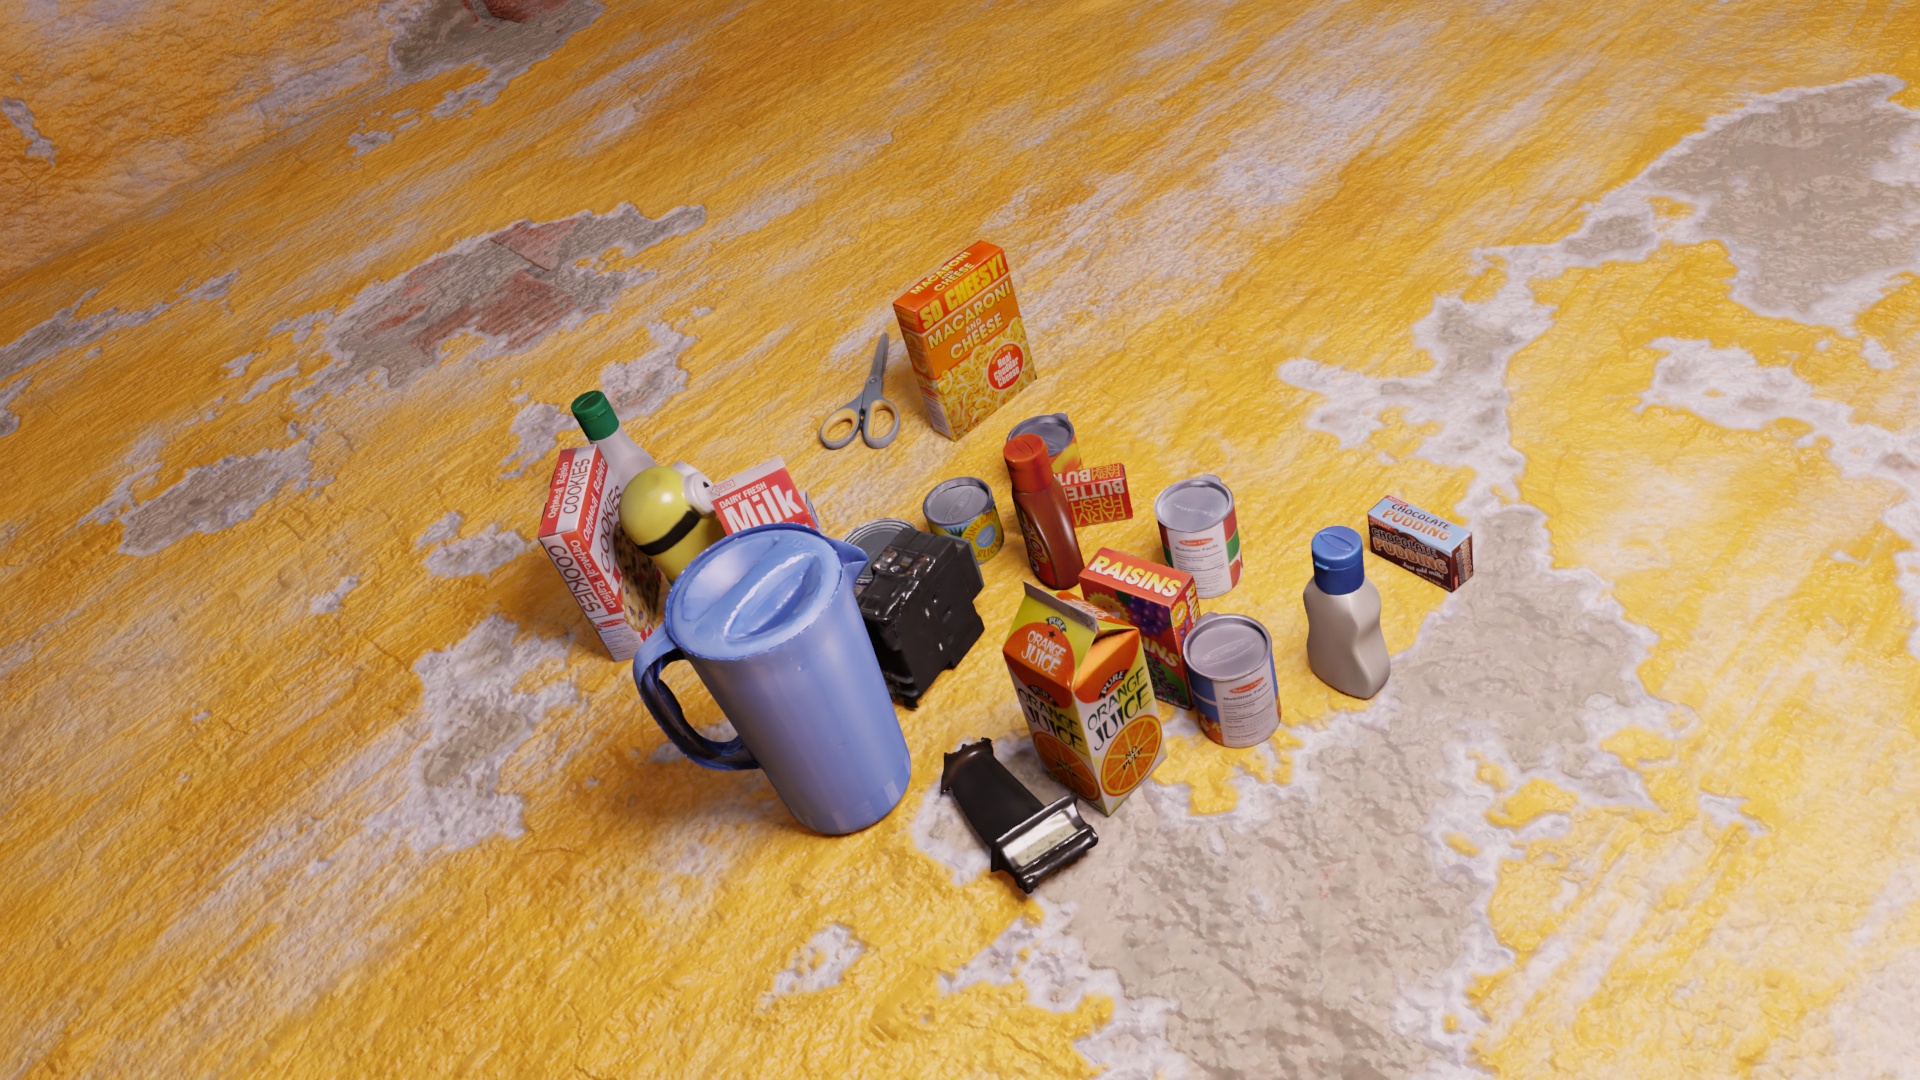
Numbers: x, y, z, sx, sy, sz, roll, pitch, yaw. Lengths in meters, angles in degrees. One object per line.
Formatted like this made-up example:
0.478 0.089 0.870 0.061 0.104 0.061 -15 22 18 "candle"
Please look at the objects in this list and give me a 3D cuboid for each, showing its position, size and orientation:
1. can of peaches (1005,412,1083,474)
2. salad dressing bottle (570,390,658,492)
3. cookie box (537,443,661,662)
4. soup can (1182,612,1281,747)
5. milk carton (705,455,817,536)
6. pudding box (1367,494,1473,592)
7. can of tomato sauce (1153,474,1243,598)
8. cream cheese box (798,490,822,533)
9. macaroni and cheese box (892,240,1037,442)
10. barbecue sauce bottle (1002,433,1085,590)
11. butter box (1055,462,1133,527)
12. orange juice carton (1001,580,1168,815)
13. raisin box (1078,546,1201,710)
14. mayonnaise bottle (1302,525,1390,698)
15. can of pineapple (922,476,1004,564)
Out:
0.084 -0.079 1.332 0.071 0.057 0.071 -10 42 9 "can of peaches"
-0.353 -0.087 1.431 0.044 0.147 0.064 22 55 37 "salad dressing bottle"
-0.334 0.012 1.301 0.040 0.166 0.123 -13 41 7 "cookie box"
0.208 0.106 1.064 0.071 0.083 0.072 -10 42 9 "soup can"
-0.158 0.010 1.221 0.072 0.189 0.074 -26 41 -8 "milk carton"
0.378 0.001 1.143 0.030 0.049 0.084 -37 44 -20 "pudding box"
0.205 -0.003 1.185 0.071 0.082 0.071 -10 42 9 "can of tomato sauce"
-0.192 -0.012 1.361 0.104 0.053 0.024 -13 41 6 "cream cheese box"
0.006 -0.202 1.411 0.124 0.165 0.040 -40 45 -22 "macaroni and cheese box"
0.071 -0.026 1.210 0.044 0.147 0.065 -29 42 -11 "barbecue sauce bottle"
0.105 -0.038 1.283 0.103 0.053 0.024 -9 42 10 "butter box"
0.090 0.108 1.023 0.073 0.191 0.072 -40 45 -23 "orange juice carton"
0.148 0.069 1.096 0.086 0.122 0.040 19 53 35 "raisin box"
0.288 0.053 1.044 0.041 0.147 0.065 -39 45 -22 "mayonnaise bottle"
0.005 -0.016 1.291 0.071 0.057 0.071 -10 42 9 "can of pineapple"
